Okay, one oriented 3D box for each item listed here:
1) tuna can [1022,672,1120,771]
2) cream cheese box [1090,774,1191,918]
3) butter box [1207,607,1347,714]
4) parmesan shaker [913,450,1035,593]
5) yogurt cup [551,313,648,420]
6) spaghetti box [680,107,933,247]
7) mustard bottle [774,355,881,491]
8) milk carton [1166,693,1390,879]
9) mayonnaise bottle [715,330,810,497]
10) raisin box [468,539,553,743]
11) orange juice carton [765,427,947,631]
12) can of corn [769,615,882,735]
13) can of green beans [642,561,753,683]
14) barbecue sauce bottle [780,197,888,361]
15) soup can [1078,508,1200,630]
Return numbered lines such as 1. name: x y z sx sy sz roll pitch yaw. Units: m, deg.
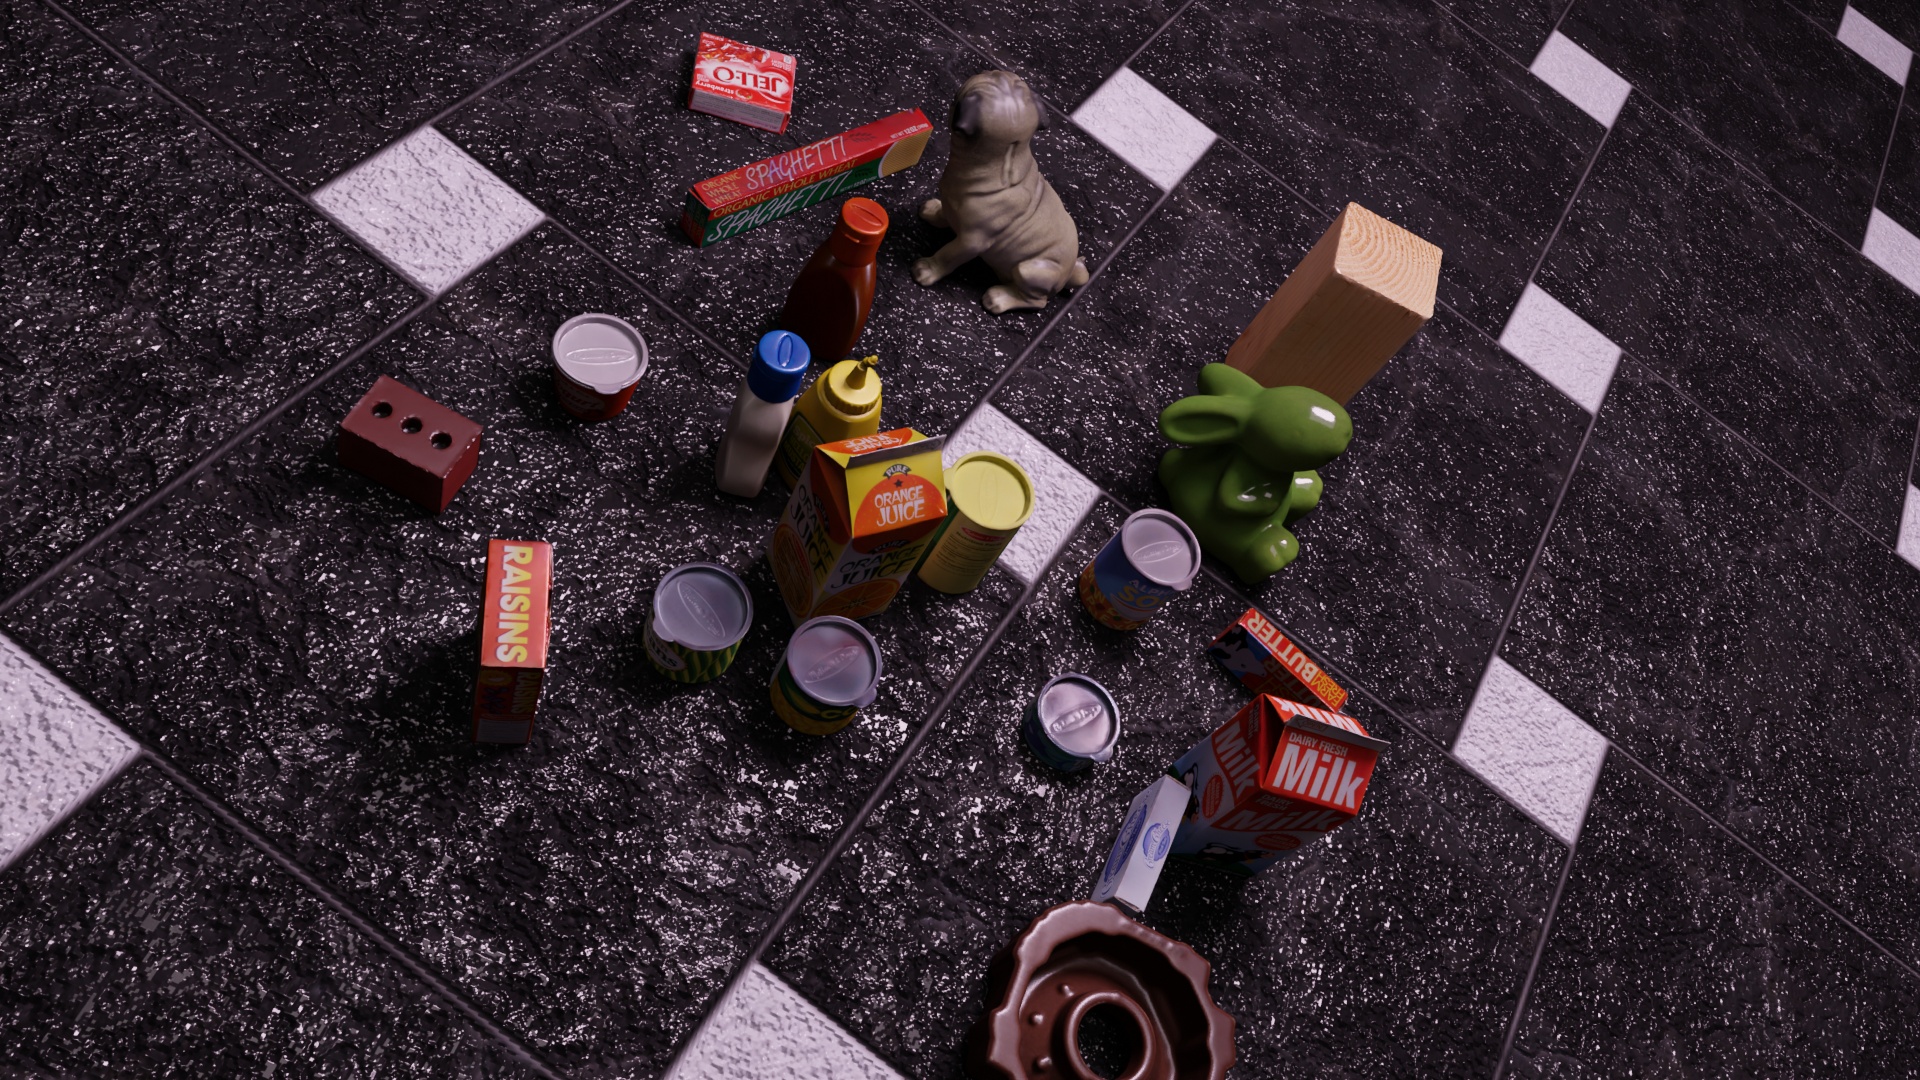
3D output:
1. tuna can: 0.082 0.136 1.020 0.071 0.032 0.071 10 58 -16
2. cream cheese box: 0.125 0.219 0.974 0.024 0.053 0.104 32 54 -2
3. butter box: 0.250 0.104 1.095 0.103 0.053 0.024 43 55 6
4. parmesan shaker: 0.004 -0.013 1.034 0.071 0.102 0.071 10 58 -17
5. yogurt cup: -0.267 -0.125 1.020 0.072 0.053 0.073 10 58 -16
6. spaghetti box: -0.128 -0.314 1.193 0.251 0.050 0.029 -31 76 -33
7. mustard bottle: -0.091 -0.088 1.005 0.049 0.159 0.065 -34 78 -34
8. milk carton: 0.213 0.166 0.958 0.072 0.189 0.074 17 56 -12
9. mayonnaise bottle: -0.142 -0.092 0.994 0.041 0.147 0.065 14 57 -14
10. raisin box: -0.278 0.065 0.859 0.040 0.122 0.086 5 59 -20
11. orange juice carton: -0.070 -0.014 0.949 0.072 0.191 0.073 -13 67 -28
12. can of corn: -0.092 0.096 0.957 0.071 0.058 0.071 10 58 -17
13. can of green beans: -0.180 0.057 0.945 0.071 0.057 0.071 10 58 -17
14. barbecue sauce bottle: -0.094 -0.203 1.080 0.065 0.147 0.044 31 54 -3
15. soup can: 0.139 0.026 1.077 0.071 0.083 0.071 10 58 -17
